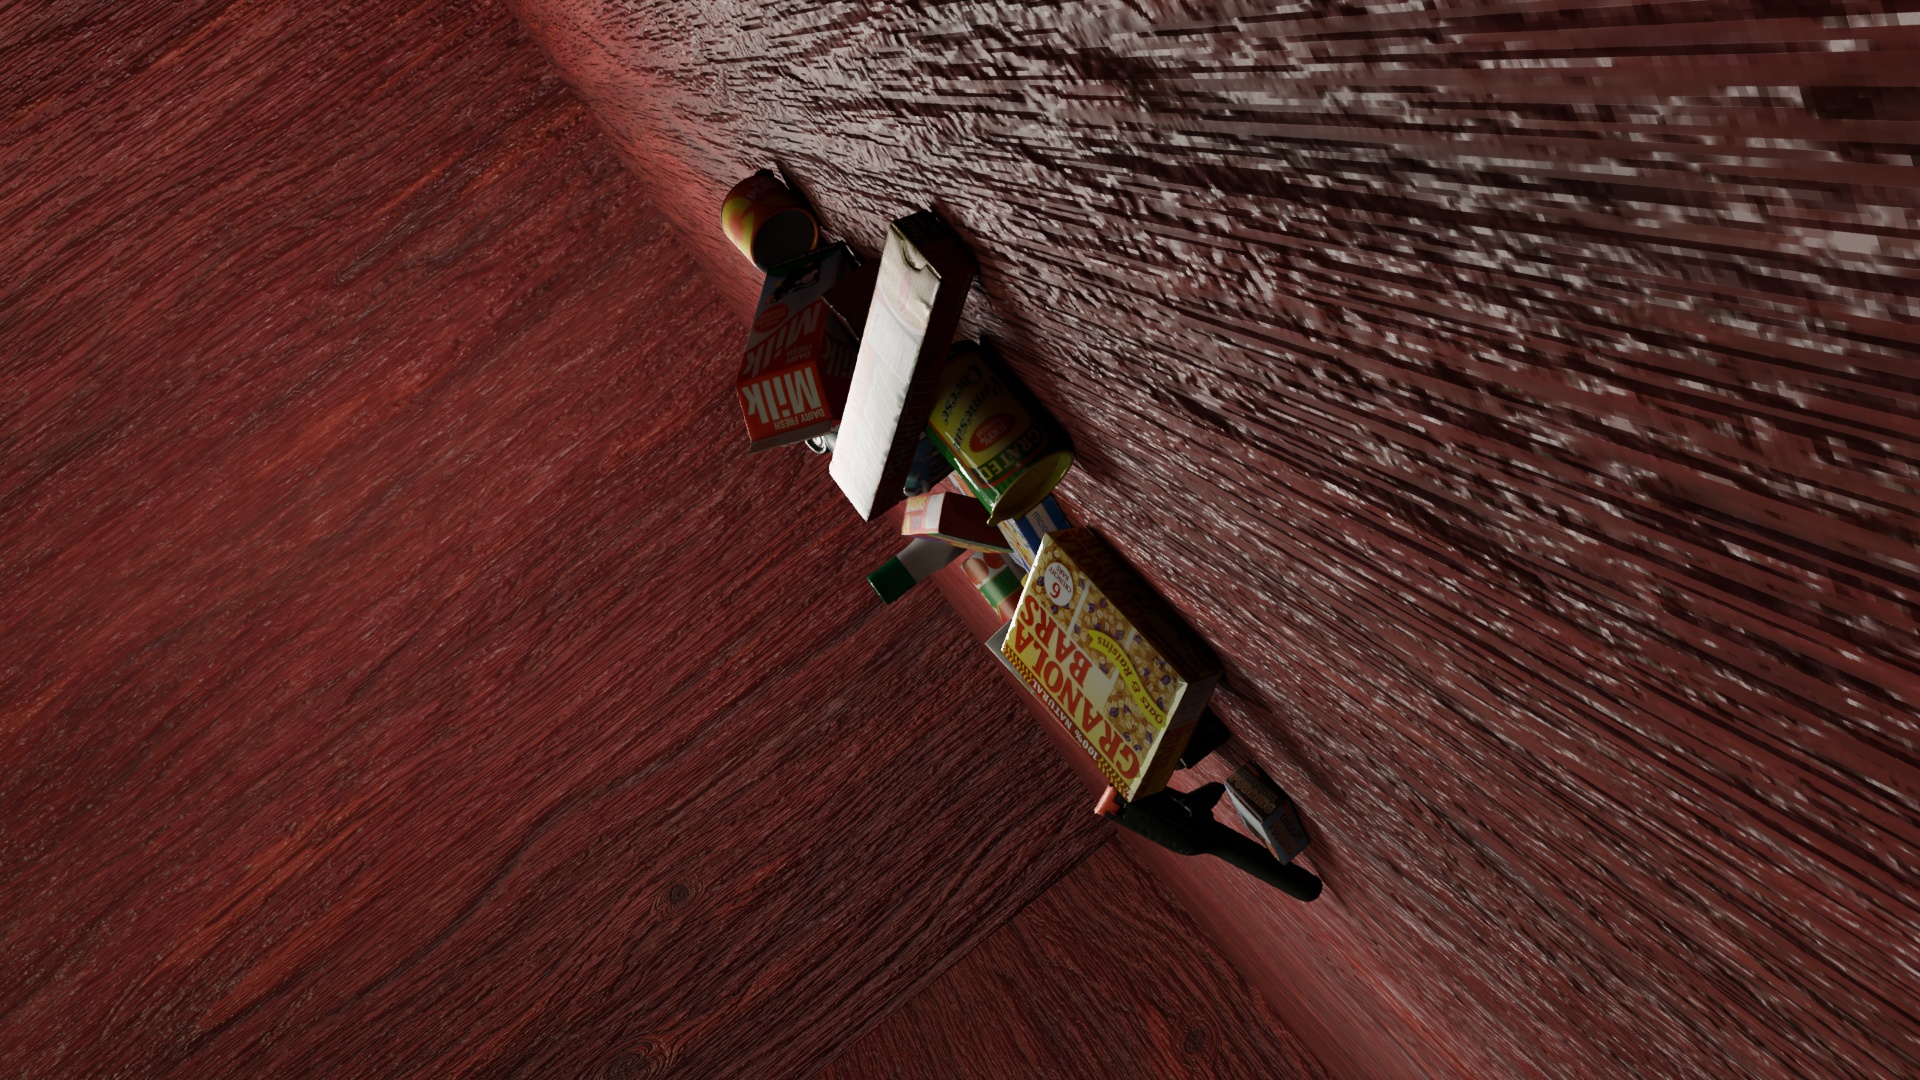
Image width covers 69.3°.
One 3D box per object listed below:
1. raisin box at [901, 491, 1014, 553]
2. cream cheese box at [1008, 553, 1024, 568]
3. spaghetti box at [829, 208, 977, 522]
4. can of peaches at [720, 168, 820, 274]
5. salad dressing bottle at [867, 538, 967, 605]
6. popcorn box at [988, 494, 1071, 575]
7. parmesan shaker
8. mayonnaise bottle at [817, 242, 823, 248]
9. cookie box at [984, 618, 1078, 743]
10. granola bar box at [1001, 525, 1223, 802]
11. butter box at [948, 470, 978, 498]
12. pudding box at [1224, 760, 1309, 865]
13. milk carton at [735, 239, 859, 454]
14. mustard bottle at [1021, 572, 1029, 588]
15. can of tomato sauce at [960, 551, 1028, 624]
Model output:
[{"bbox_3d":[0.004,-0.016,1.243,0.086,0.040,0.123,12,176,-17],"label":"raisin box"},{"bbox_3d":[0.058,0.002,1.314,0.053,0.024,0.104,52,176,-13],"label":"cream cheese box"},{"bbox_3d":[-0.042,-0.099,0.866,0.050,0.029,0.248,51,150,19],"label":"spaghetti box"},{"bbox_3d":[-0.158,-0.265,1.158,0.058,0.071,0.071,49,174,37],"label":"can of peaches"},{"bbox_3d":[-0.027,0.008,1.414,0.044,0.148,0.064,51,174,11],"label":"salad dressing bottle"},{"bbox_3d":[0.064,-0.003,1.131,0.126,0.038,0.085,56,173,-37],"label":"popcorn box"},{"bbox_3d":[0.014,-0.070,0.899,0.103,0.071,0.071,51,175,18],"label":"parmesan shaker"},{"bbox_3d":[-0.108,-0.213,1.204,0.148,0.041,0.064,49,177,25],"label":"mayonnaise bottle"},{"bbox_3d":[0.111,0.126,1.260,0.167,0.040,0.123,47,-157,5],"label":"cookie box"},{"bbox_3d":[0.106,0.087,1.010,0.166,0.039,0.123,49,135,36],"label":"granola bar box"},{"bbox_3d":[0.007,-0.063,1.319,0.053,0.024,0.103,53,176,-12],"label":"butter box"},{"bbox_3d":[0.242,0.216,1.100,0.050,0.030,0.083,46,172,44],"label":"pudding box"},{"bbox_3d":[-0.118,-0.141,1.078,0.191,0.072,0.073,-85,-28,-43],"label":"milk carton"},{"bbox_3d":[0.098,0.063,1.219,0.160,0.049,0.065,52,-176,14],"label":"mustard bottle"},{"bbox_3d":[0.049,0.039,1.406,0.083,0.071,0.071,52,175,4],"label":"can of tomato sauce"}]
